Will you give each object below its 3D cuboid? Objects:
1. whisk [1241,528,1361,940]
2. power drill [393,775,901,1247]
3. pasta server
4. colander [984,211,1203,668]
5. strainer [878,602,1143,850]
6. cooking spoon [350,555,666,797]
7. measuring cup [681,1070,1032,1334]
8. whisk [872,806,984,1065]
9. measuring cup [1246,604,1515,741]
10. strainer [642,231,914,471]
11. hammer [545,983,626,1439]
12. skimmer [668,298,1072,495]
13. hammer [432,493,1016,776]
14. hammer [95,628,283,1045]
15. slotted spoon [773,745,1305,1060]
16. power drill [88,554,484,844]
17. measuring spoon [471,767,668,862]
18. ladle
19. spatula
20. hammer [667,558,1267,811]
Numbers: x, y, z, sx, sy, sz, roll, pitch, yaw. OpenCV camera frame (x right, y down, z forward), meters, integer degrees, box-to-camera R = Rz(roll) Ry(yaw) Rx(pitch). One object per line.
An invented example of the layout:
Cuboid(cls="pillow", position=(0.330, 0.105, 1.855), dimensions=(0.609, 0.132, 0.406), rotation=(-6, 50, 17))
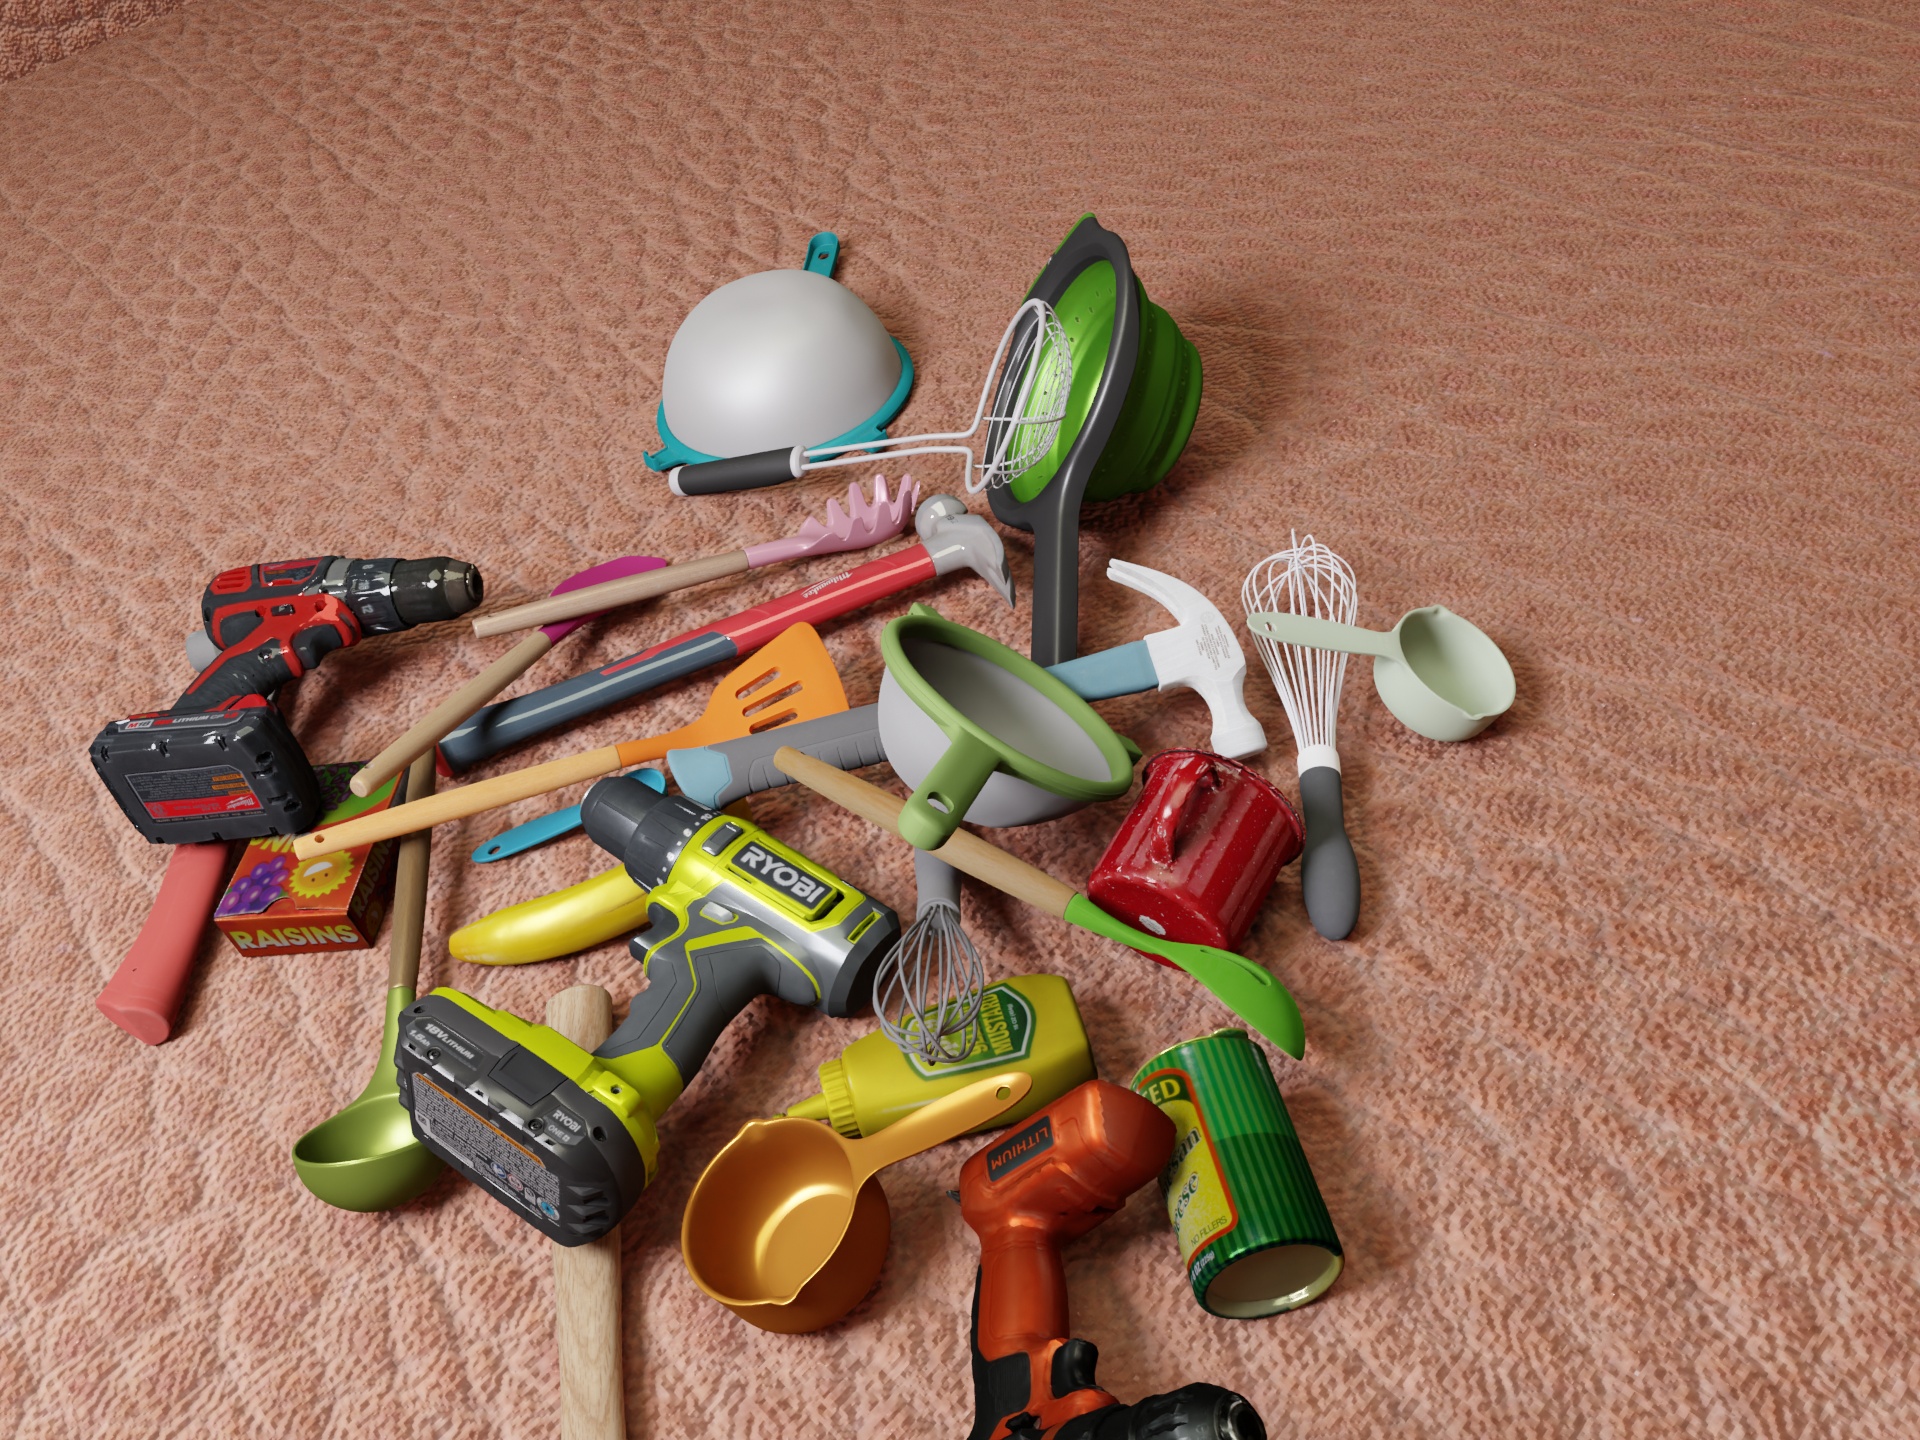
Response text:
Cuboid(cls="whisk", position=(0.199, 0.002, 0.895), dimensions=(0.070, 0.070, 0.285), rotation=(-4, 50, 10))
Cuboid(cls="power drill", position=(-0.165, 0.126, 0.792), dimensions=(0.191, 0.080, 0.228), rotation=(29, 44, 18))
Cuboid(cls="pasta server", position=(-0.173, -0.110, 1.078), dimensions=(0.316, 0.040, 0.060), rotation=(-17, 27, -18))
Cuboid(cls="colander", position=(0.096, -0.148, 1.042), dimensions=(0.094, 0.204, 0.397), rotation=(15, 58, -20))
Cuboid(cls="strainer", position=(0.000, 0.029, 0.780), dimensions=(0.151, 0.069, 0.256), rotation=(34, 21, 2))
Cuboid(cls="cooking spoon", position=(-0.285, -0.039, 1.029), dimensions=(0.069, 0.017, 0.319), rotation=(6, 31, 21))
Cuboid(cls="measuring cup", position=(-0.038, 0.210, 0.714), dimensions=(0.173, 0.052, 0.095), rotation=(-27, 42, 3))
Cuboid(cls="whisk", position=(-0.014, 0.098, 0.806), dimensions=(0.055, 0.055, 0.239), rotation=(-9, 21, 4))
Cuboid(cls="measuring cup", position=(0.227, -0.030, 0.882), dimensions=(0.167, 0.038, 0.083), rotation=(10, 50, -17))
Cuboid(cls="strainer", position=(-0.142, -0.337, 1.293), dimensions=(0.211, 0.095, 0.341), rotation=(-3, 46, 11))
Cuboid(cls="hammer", position=(-0.174, 0.259, 0.734), dimensions=(0.130, 0.031, 0.332), rotation=(-15, 43, -3))
Cuboid(cls="skimmer", position=(-0.079, -0.199, 1.080), dimensions=(0.363, 0.090, 0.127), rotation=(-2, 66, 34))
Cuboid(cls="hammer", position=(-0.154, -0.044, 1.020), dimensions=(0.386, 0.038, 0.143), rotation=(-22, 30, -7))
Cuboid(cls="hammer", position=(-0.463, 0.048, 1.018), dimensions=(0.149, 0.036, 0.359), rotation=(-10, 43, 3))
Cuboid(cls="slotted spoon", position=(0.033, 0.081, 0.792), dimensions=(0.314, 0.070, 0.031), rotation=(26, 89, 23))
Cuboid(cls="power drill", position=(-0.417, -0.030, 1.008), dimensions=(0.188, 0.080, 0.227), rotation=(-6, 39, 8))
Cuboid(cls="measuring spoon", position=(-0.234, 0.066, 0.963), dimensions=(0.128, 0.021, 0.042), rotation=(-21, 40, 5))
Cuboid(cls="ladle", position=(-0.308, 0.121, 0.873), dimensions=(0.078, 0.062, 0.321), rotation=(-8, 47, -5))
Cuboid(cls="spatula", position=(-0.225, 0.024, 0.934), dimensions=(0.322, 0.041, 0.081), rotation=(-17, 66, -17))
Cuboid(cls="hammer", position=(-0.001, -0.003, 0.906), dimensions=(0.331, 0.033, 0.128), rotation=(-14, 79, -2))
